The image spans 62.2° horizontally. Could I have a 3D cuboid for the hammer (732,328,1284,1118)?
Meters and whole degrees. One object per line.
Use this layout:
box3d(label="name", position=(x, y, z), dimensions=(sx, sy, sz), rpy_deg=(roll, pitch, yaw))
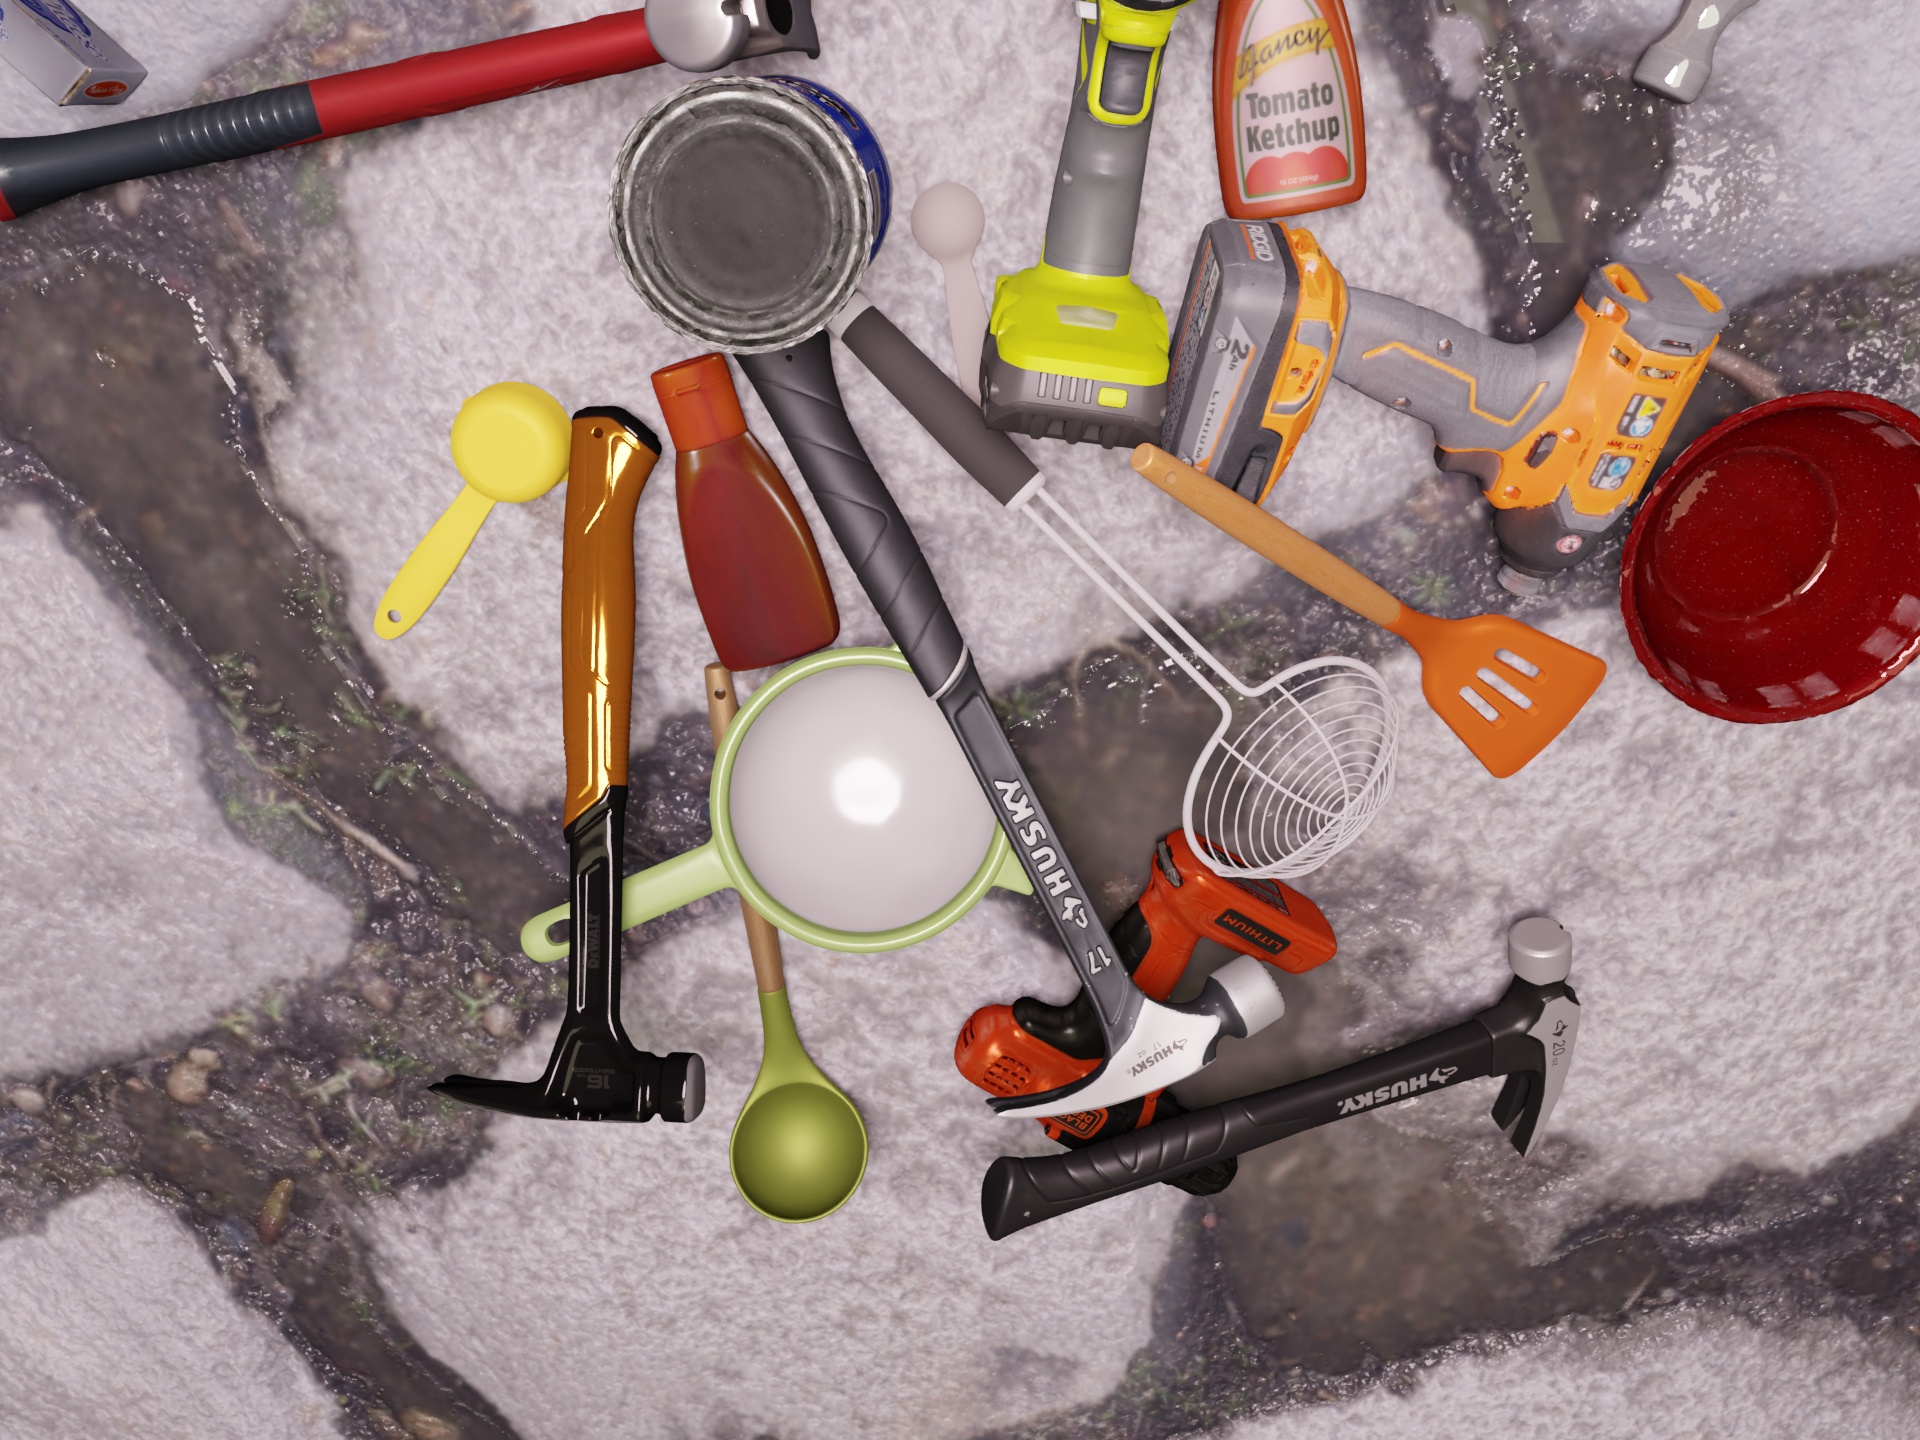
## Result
box3d(label="hammer", position=(-0.001, -0.002, 0.752), dimensions=(0.149, 0.036, 0.409), rpy_deg=(-28, 93, -10))

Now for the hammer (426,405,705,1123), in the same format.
box3d(label="hammer", position=(-0.180, 0.019, 0.754), dimensions=(0.127, 0.034, 0.337), rpy_deg=(1, 88, 5))

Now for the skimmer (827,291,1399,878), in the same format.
box3d(label="skimmer", position=(0.072, -0.066, 0.778), dimensions=(0.363, 0.090, 0.127), rpy_deg=(45, 92, -4))

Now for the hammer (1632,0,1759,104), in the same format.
box3d(label="hammer", position=(0.198, -0.388, 0.655), dimensions=(0.331, 0.033, 0.128), rpy_deg=(24, 111, -8))

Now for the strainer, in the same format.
box3d(label="strainer", position=(-0.097, 0.058, 0.804), dimensions=(0.256, 0.069, 0.151), rpy_deg=(-23, 96, 0))

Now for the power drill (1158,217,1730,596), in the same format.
box3d(label="power drill", position=(0.208, -0.136, 0.726), dimensions=(0.226, 0.084, 0.164), rpy_deg=(7, 130, -6))

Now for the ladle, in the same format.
box3d(label="ladle", position=(-0.105, 0.125, 0.854), dimensions=(0.078, 0.062, 0.320), rpy_deg=(-10, 109, -8))

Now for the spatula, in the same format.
box3d(label="spatula", position=(0.191, -0.054, 0.740), dimensions=(0.322, 0.041, 0.081), rpy_deg=(23, 114, -39))

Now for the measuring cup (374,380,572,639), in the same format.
box3d(label="measuring cup", position=(-0.247, -0.096, 0.779), dimensions=(0.062, 0.029, 0.156), rpy_deg=(36, 106, -13))

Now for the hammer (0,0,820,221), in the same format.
box3d(label="hammer", position=(-0.253, -0.268, 0.687), dimensions=(0.386, 0.143, 0.038), rpy_deg=(-5, 111, 15))

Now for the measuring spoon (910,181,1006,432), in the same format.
box3d(label="measuring spoon", position=(0.004, -0.188, 0.746), dimensions=(0.034, 0.018, 0.124), rpy_deg=(-12, 112, 5))

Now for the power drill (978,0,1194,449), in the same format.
box3d(label="power drill", position=(0.061, -0.231, 0.639), dimensions=(0.080, 0.191, 0.228), rpy_deg=(7, 116, -2))

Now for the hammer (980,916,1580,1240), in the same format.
box3d(label="hammer", position=(0.171, 0.213, 0.848), dimensions=(0.334, 0.035, 0.146), rpy_deg=(-16, 122, -7))
